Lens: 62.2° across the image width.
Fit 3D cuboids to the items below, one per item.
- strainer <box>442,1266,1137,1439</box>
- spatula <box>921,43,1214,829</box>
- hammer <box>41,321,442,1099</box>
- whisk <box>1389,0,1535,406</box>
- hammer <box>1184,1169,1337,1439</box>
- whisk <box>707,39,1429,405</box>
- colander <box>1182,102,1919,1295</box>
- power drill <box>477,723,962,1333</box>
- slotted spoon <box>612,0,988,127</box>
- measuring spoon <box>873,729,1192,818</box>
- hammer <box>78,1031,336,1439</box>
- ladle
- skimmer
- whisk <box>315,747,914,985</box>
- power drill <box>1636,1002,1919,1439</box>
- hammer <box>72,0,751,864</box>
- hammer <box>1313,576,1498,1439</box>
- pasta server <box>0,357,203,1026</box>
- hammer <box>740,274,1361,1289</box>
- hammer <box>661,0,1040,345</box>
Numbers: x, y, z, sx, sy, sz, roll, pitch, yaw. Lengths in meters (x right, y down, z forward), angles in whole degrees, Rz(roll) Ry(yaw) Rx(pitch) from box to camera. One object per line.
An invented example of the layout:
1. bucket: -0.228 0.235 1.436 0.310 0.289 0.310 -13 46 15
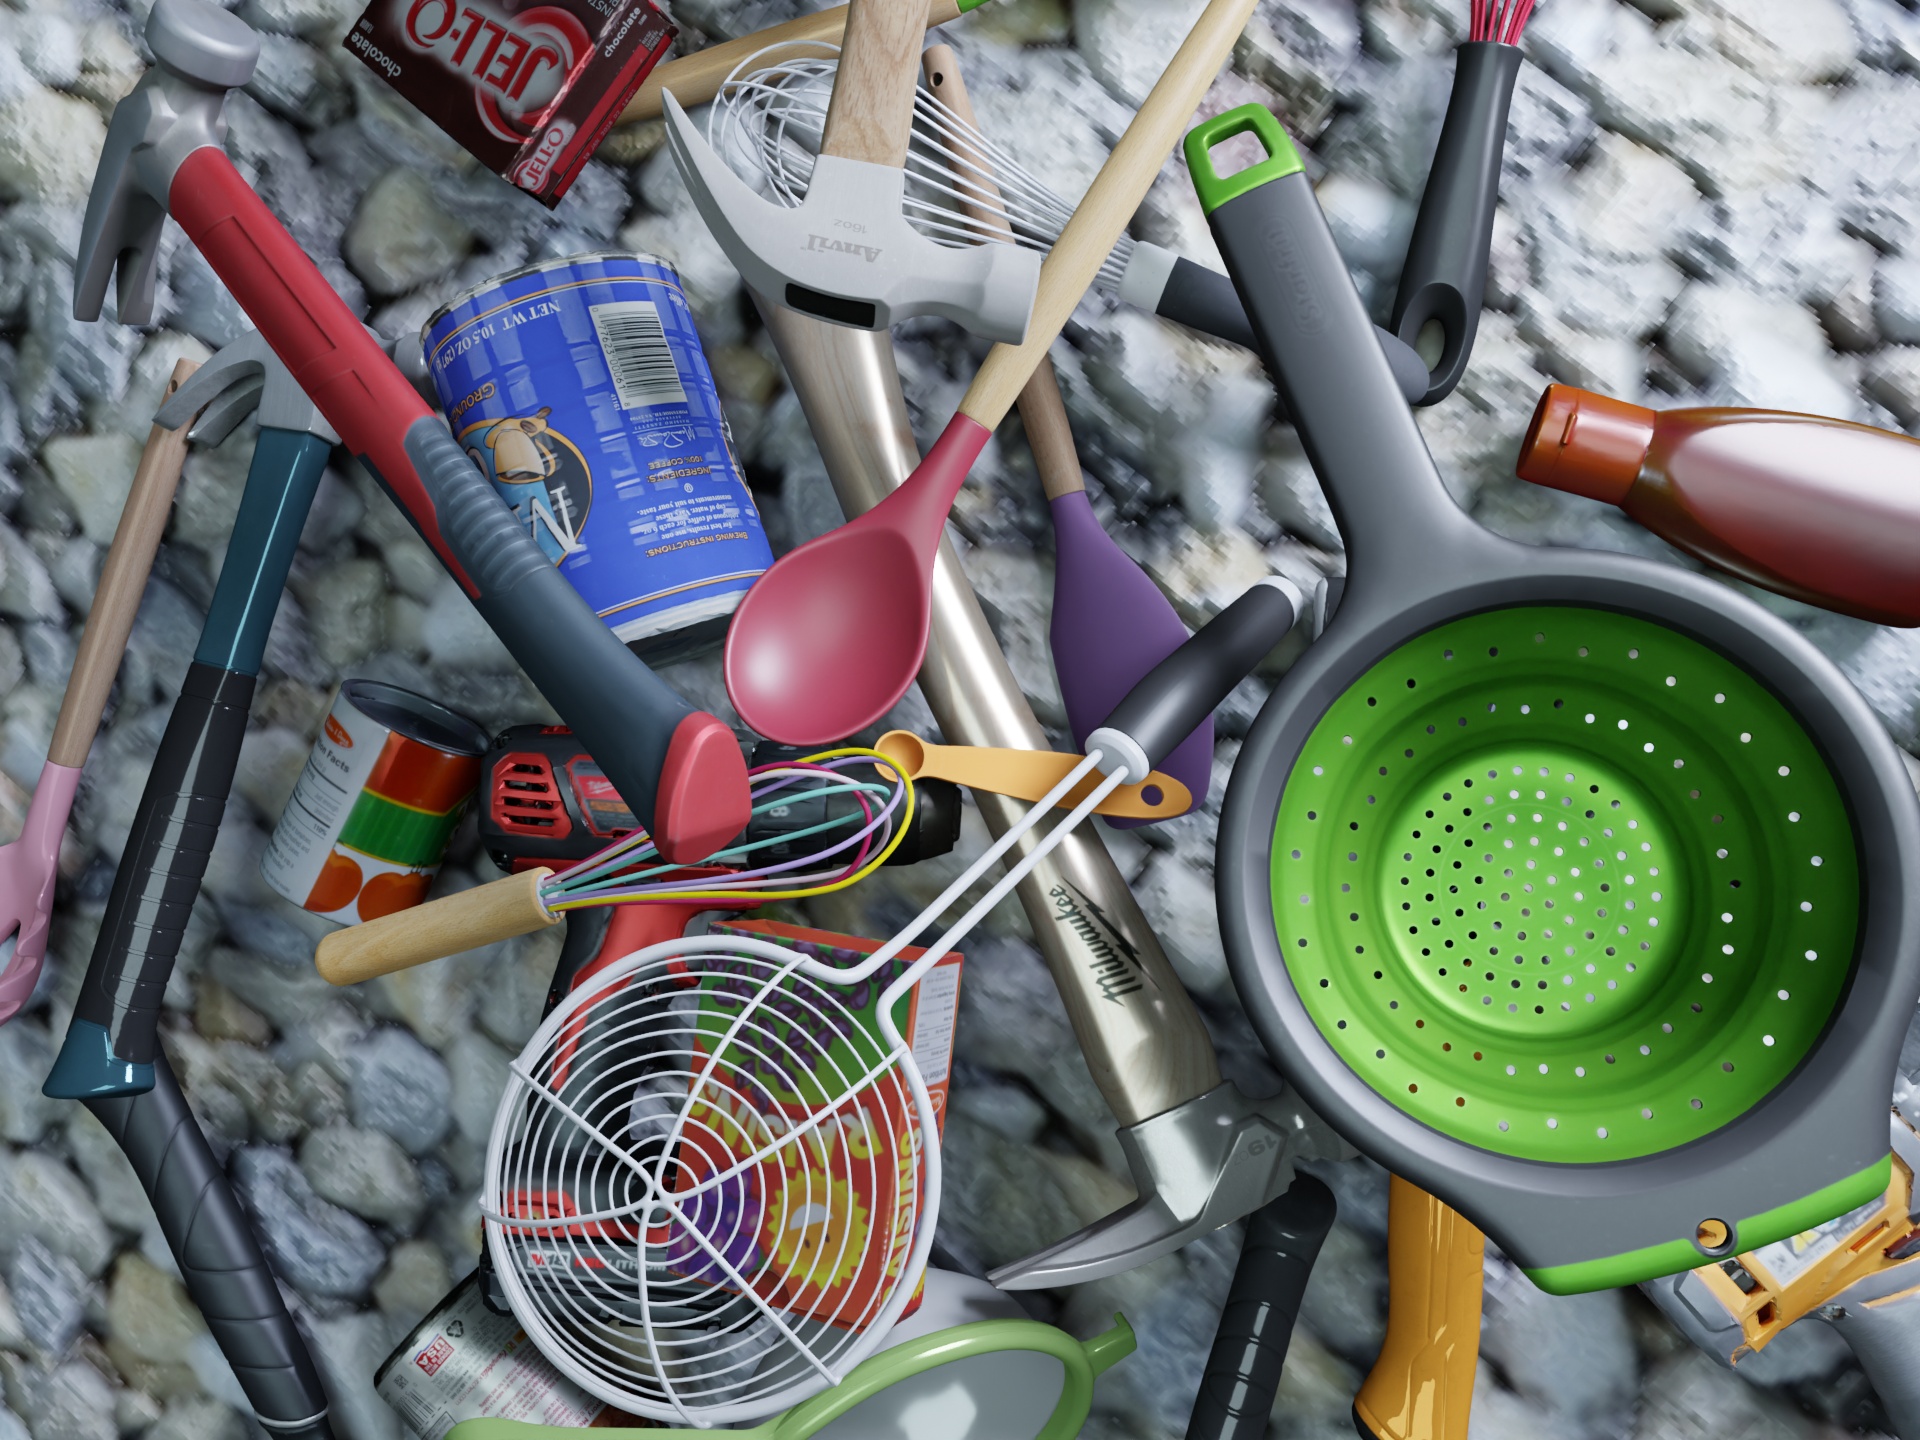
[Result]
1. strainer: -0.068 0.242 0.570 0.151 0.256 0.069 -54 40 18
2. spatula: 0.036 -0.113 0.622 0.060 0.018 0.316 -18 88 27
3. hammer: -0.301 -0.007 0.644 0.128 0.033 0.331 12 83 21
4. whisk: 0.196 -0.262 0.574 0.073 0.073 0.296 11 100 9
5. hammer: 0.078 0.331 0.589 0.035 0.146 0.335 17 83 12
6. whisk: 0.039 -0.175 0.586 0.284 0.070 0.070 24 95 3
7. colander: 0.163 -0.022 0.538 0.204 0.094 0.397 -22 77 10
8. power drill: -0.097 0.113 0.625 0.188 0.080 0.227 2 88 3
9. slotted spoon: -0.026 -0.276 0.622 0.314 0.031 0.070 -12 45 14
10. measuring spoon: 0.026 0.021 0.570 0.117 0.011 0.021 9 69 -7
11. hammer: -0.274 0.312 0.680 0.149 0.036 0.409 -29 86 8
12. ladle: 0.017 -0.127 0.553 0.069 0.031 0.315 34 95 12
13. skimmer: 0.008 0.059 0.515 0.127 0.363 0.090 39 138 13
14. whisk: -0.128 0.059 0.564 0.245 0.051 0.047 -17 86 17
15. power drill: 0.368 0.205 0.545 0.185 0.084 0.226 -43 80 7
16. hammer: -0.208 -0.089 0.572 0.386 0.038 0.143 49 122 19
17. hammer: 0.189 0.115 0.595 0.127 0.034 0.337 3 92 11
18. pasta server: -0.387 -0.007 0.690 0.060 0.040 0.316 21 94 20
19. hammer: -0.001 -0.002 0.595 0.146 0.038 0.411 -23 81 -11
20. hammer: -0.021 -0.289 0.565 0.130 0.031 0.331 9 72 -4
